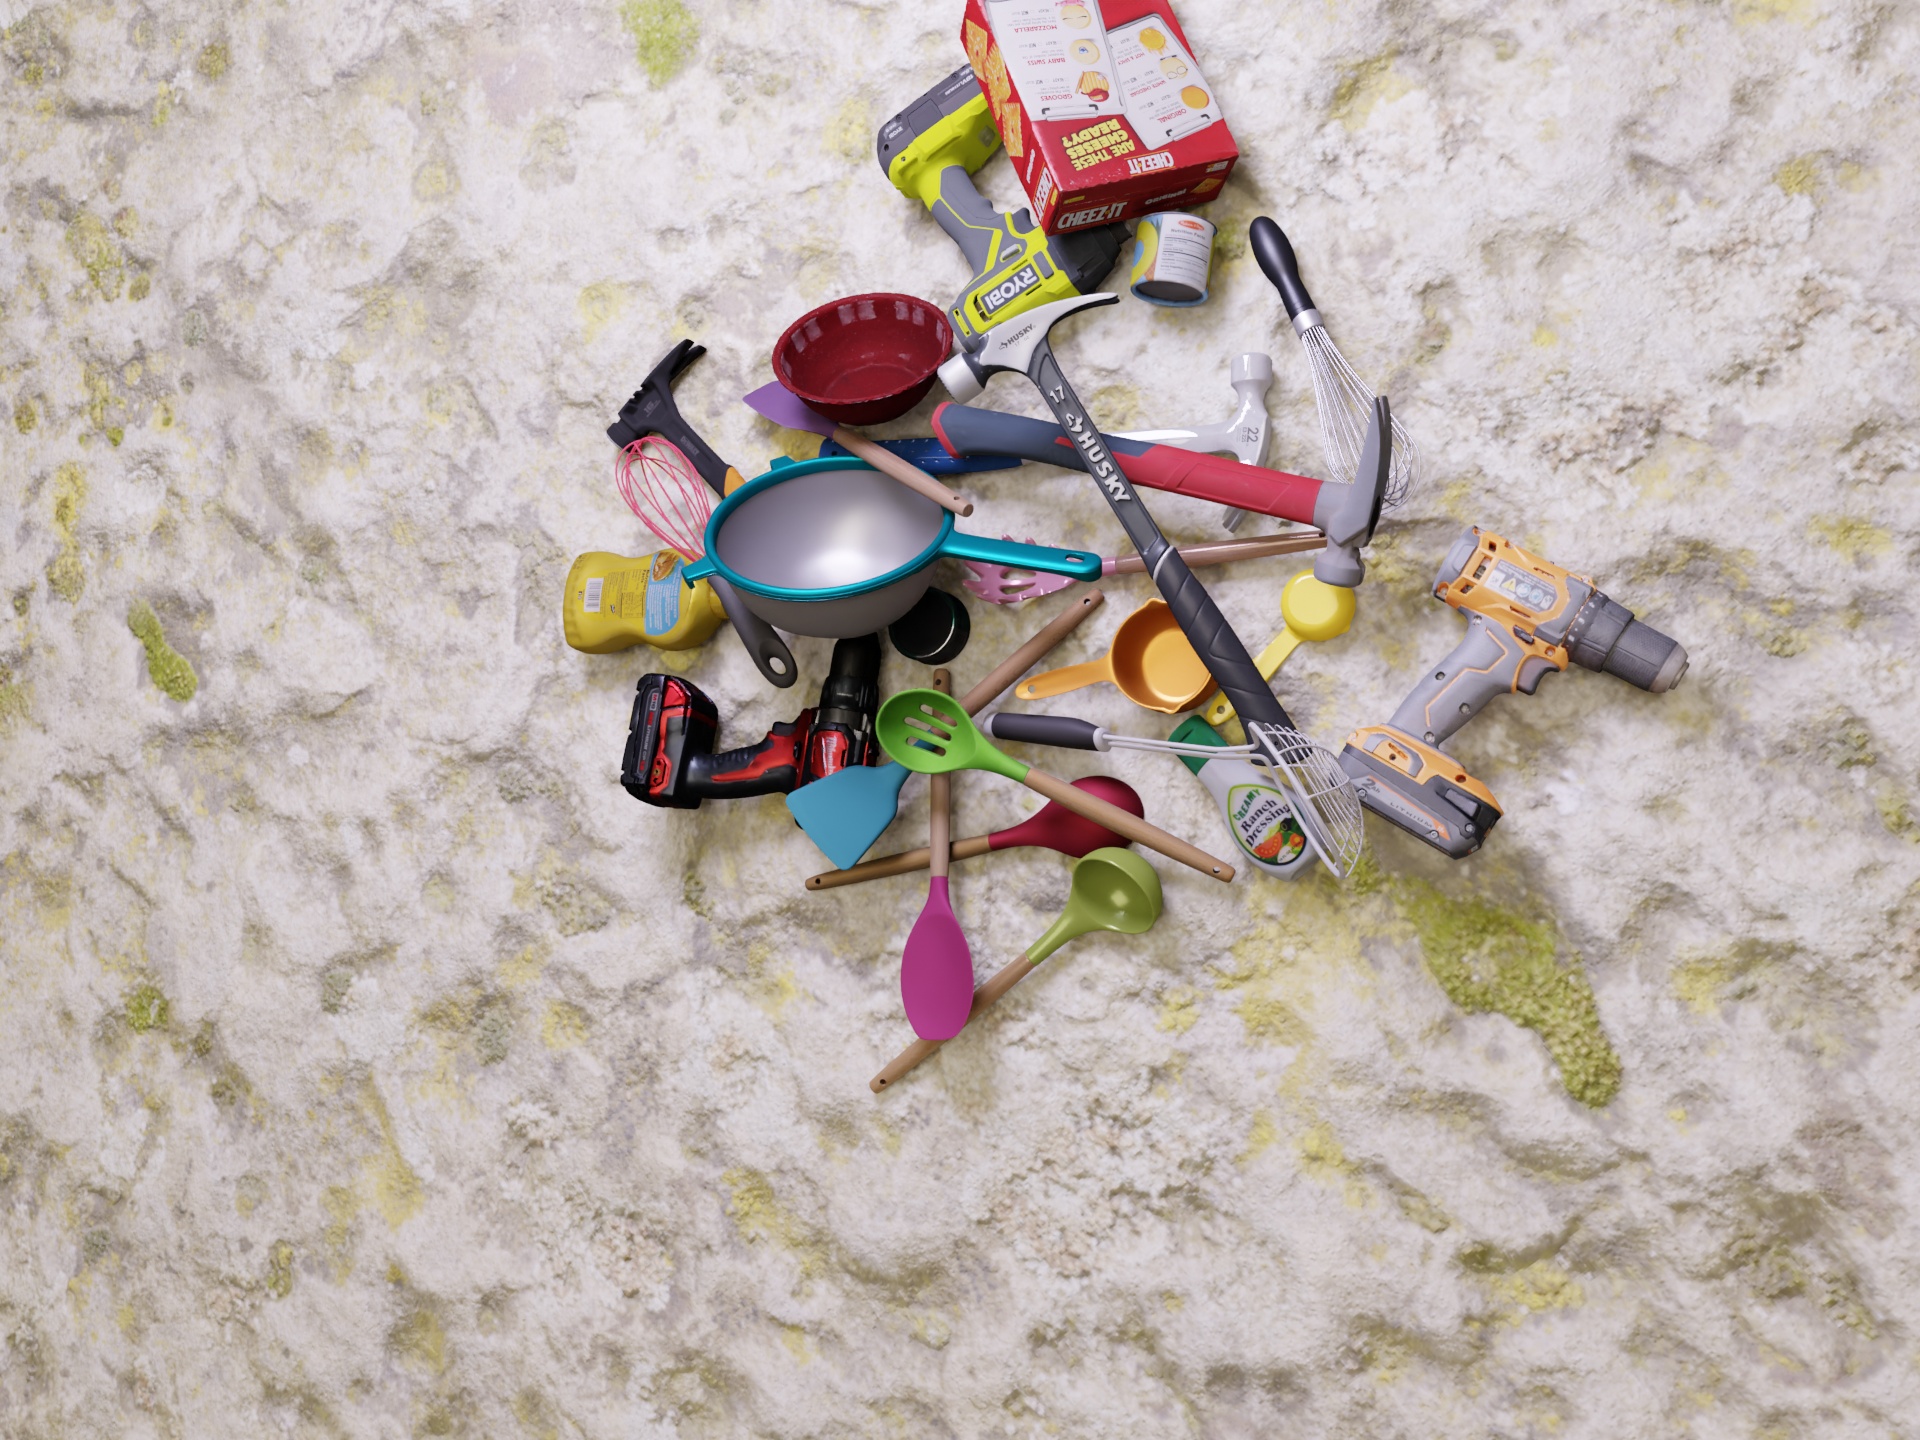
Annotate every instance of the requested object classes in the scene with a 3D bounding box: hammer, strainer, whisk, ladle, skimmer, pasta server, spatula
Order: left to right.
[{"bbox_3d":[-0.225,-0.145,1.422,0.073,0.073,0.296,-40,69,14],"label":"whisk"},{"bbox_3d":[-0.195,-0.210,1.478,0.127,0.034,0.337,-48,68,12],"label":"hammer"},{"bbox_3d":[-0.089,-0.243,1.392,0.060,0.018,0.316,-33,46,-22],"label":"spatula"},{"bbox_3d":[-0.046,-0.122,1.332,0.340,0.095,0.211,10,43,17],"label":"strainer"},{"bbox_3d":[-0.002,-0.004,1.334,0.317,0.044,0.082,-41,77,2],"label":"spatula"},{"bbox_3d":[0.004,0.108,1.353,0.315,0.031,0.069,-15,76,23],"label":"ladle"},{"bbox_3d":[0.037,0.216,1.308,0.320,0.062,0.078,-42,90,16],"label":"ladle"},{"bbox_3d":[0.063,-0.227,1.365,0.405,0.035,0.144,1,83,24],"label":"hammer"},{"bbox_3d":[0.148,-0.220,1.268,0.386,0.038,0.143,18,111,27],"label":"hammer"},{"bbox_3d":[0.153,-0.134,1.307,0.316,0.040,0.060,-5,68,25],"label":"pasta server"},{"bbox_3d":[0.145,0.042,1.225,0.363,0.127,0.090,7,52,41],"label":"skimmer"},{"bbox_3d":[0.150,-0.141,1.227,0.149,0.036,0.409,-32,89,11],"label":"hammer"},{"bbox_3d":[0.291,-0.289,1.266,0.070,0.070,0.285,-26,69,19],"label":"whisk"}]

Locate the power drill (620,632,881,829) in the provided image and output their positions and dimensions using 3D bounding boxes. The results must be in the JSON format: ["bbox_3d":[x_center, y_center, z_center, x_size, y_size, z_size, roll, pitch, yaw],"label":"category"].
[{"bbox_3d":[-0.176,0.003,1.419,0.227,0.080,0.188,4,78,20],"label":"power drill"}]

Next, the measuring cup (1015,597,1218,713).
[{"bbox_3d":[0.132,-0.039,1.302,0.173,0.052,0.095,-14,78,23],"label":"measuring cup"}]

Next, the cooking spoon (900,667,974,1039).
[{"bbox_3d":[-0.017,0.108,1.339,0.069,0.017,0.319,-9,70,27],"label":"cooking spoon"}]

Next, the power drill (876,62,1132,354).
[{"bbox_3d":[0.036,-0.449,1.388,0.171,0.080,0.223,-31,76,17],"label":"power drill"}]

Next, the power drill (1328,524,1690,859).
[{"bbox_3d":[0.400,-0.009,1.168,0.185,0.084,0.226,32,92,22],"label":"power drill"}]

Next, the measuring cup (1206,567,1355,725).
[{"bbox_3d":[0.248,-0.056,1.264,0.156,0.029,0.062,-48,68,9],"label":"measuring cup"}]

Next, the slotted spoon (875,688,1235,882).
[{"bbox_3d":[0.076,0.058,1.285,0.314,0.031,0.070,25,101,10],"label":"slotted spoon"}]
